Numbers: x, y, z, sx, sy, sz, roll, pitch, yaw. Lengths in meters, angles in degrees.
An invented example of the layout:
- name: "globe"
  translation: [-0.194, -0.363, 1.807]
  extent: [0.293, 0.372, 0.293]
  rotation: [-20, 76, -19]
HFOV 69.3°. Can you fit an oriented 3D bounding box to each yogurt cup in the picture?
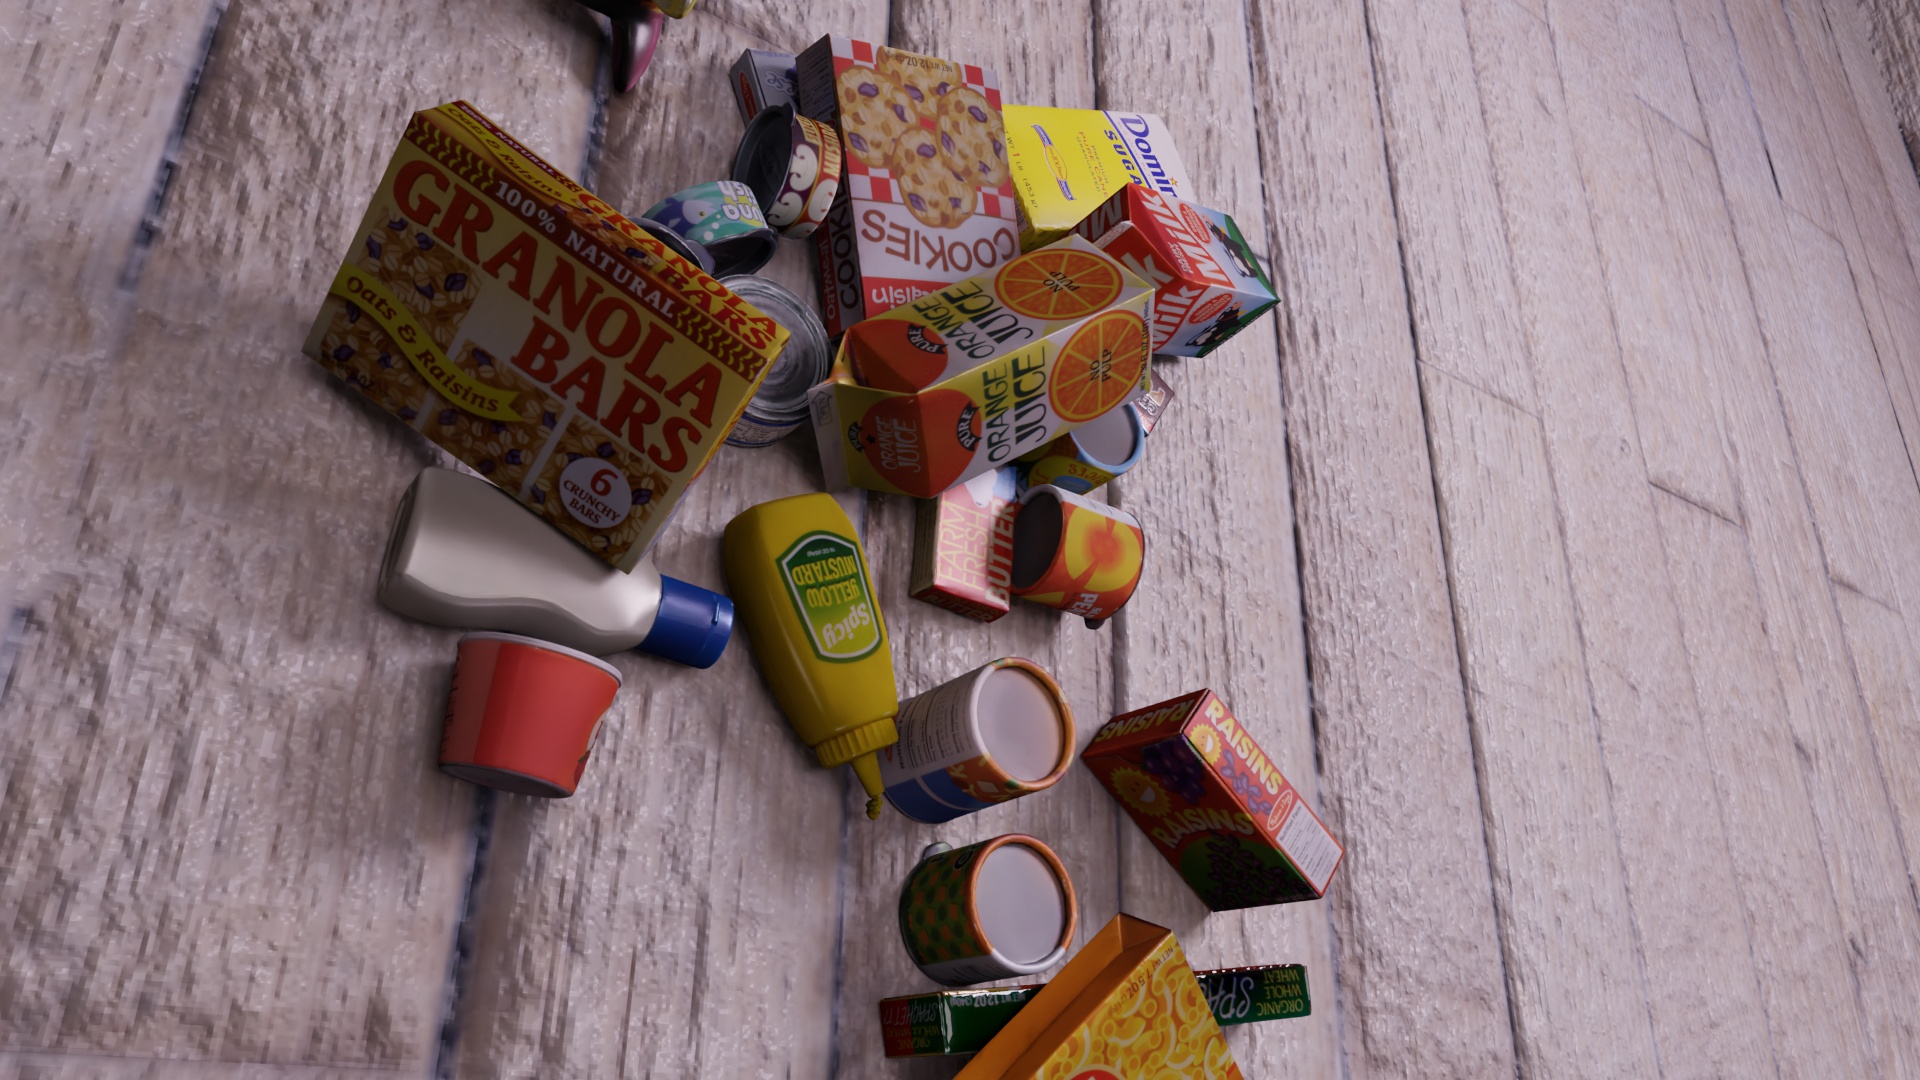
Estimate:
- name: "yogurt cup"
  translation: [-0.179, 0.073, 0.568]
  extent: [0.072, 0.072, 0.054]
  rotation: [23, 66, -29]

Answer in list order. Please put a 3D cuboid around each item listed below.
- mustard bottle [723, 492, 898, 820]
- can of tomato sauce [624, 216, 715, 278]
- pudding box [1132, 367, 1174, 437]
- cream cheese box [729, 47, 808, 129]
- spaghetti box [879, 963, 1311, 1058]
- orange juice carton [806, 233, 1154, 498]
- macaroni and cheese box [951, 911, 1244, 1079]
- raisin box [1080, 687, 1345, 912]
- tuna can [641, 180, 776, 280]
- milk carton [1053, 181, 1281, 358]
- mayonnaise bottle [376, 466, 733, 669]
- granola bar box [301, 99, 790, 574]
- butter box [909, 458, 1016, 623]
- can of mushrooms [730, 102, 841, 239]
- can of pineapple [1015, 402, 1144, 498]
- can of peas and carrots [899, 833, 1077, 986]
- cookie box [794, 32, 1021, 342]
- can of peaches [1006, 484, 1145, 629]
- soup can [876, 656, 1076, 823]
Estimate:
- name: "mustard bottle"
  translation: [-0.063, 0.057, 0.674]
  extent: [0.065, 0.048, 0.160]
  rotation: [-14, 79, -39]
- name: "can of tomato sauce"
  translation: [-0.161, -0.103, 0.648]
  extent: [0.071, 0.082, 0.071]
  rotation: [17, 61, -32]
- name: "pudding box"
  translation: [0.092, -0.104, 0.881]
  extent: [0.083, 0.030, 0.050]
  rotation: [47, 49, -11]
- name: "cream cheese box"
  translation: [-0.081, -0.257, 0.820]
  extent: [0.104, 0.024, 0.053]
  rotation: [-9, 78, -40]
- name: "spaghetti box"
  translation: [0.078, 0.235, 0.702]
  extent: [0.250, 0.050, 0.029]
  rotation: [9, 67, -35]
- name: "orange juice carton"
  translation: [0.007, -0.088, 0.742]
  extent: [0.193, 0.071, 0.073]
  rotation: [-26, 48, -21]
- name: "macaroni and cheese box"
  translation: [0.078, 0.279, 0.644]
  extent: [0.124, 0.040, 0.166]
  rotation: [-37, 110, -29]
- name: "raisin box"
  translation: [0.138, 0.146, 0.765]
  extent: [0.123, 0.086, 0.040]
  rotation: [50, 53, -9]
- name: "tuna can"
  translation: [-0.128, -0.153, 0.704]
  extent: [0.071, 0.071, 0.033]
  rotation: [-18, 81, -41]
- name: "milk carton"
  translation: [0.120, -0.166, 0.867]
  extent: [0.191, 0.072, 0.073]
  rotation: [-6, 65, -54]
- name: "mayonnaise bottle"
  translation: [-0.173, 0.020, 0.611]
  extent: [0.148, 0.041, 0.065]
  rotation: [22, 52, -31]
- name: "granola bar box"
  translation: [-0.172, -0.082, 0.581]
  extent: [0.165, 0.123, 0.039]
  rotation: [35, 25, -5]
- name: "butter box"
  translation: [0.003, -0.010, 0.772]
  extent: [0.053, 0.024, 0.104]
  rotation: [20, 59, -29]
- name: "can of mushrooms"
  translation: [-0.094, -0.200, 0.753]
  extent: [0.033, 0.070, 0.071]
  rotation: [11, 64, -36]
- name: "can of pineapple"
  translation: [0.066, -0.058, 0.821]
  extent: [0.071, 0.057, 0.071]
  rotation: [16, 61, -32]
- name: "can of peas and carrots"
  translation: [0.013, 0.177, 0.673]
  extent: [0.071, 0.058, 0.071]
  rotation: [17, 61, -32]
- name: "cookie box"
  translation: [-0.025, -0.196, 0.804]
  extent: [0.123, 0.040, 0.167]
  rotation: [-3, 84, -39]
- name: "can of peaches"
  translation: [0.061, 0.009, 0.782]
  extent: [0.058, 0.071, 0.071]
  rotation: [19, 60, -31]
- name: "soup can"
  translation: [0.009, 0.100, 0.687]
  extent: [0.071, 0.083, 0.071]
  rotation: [17, 61, -32]
